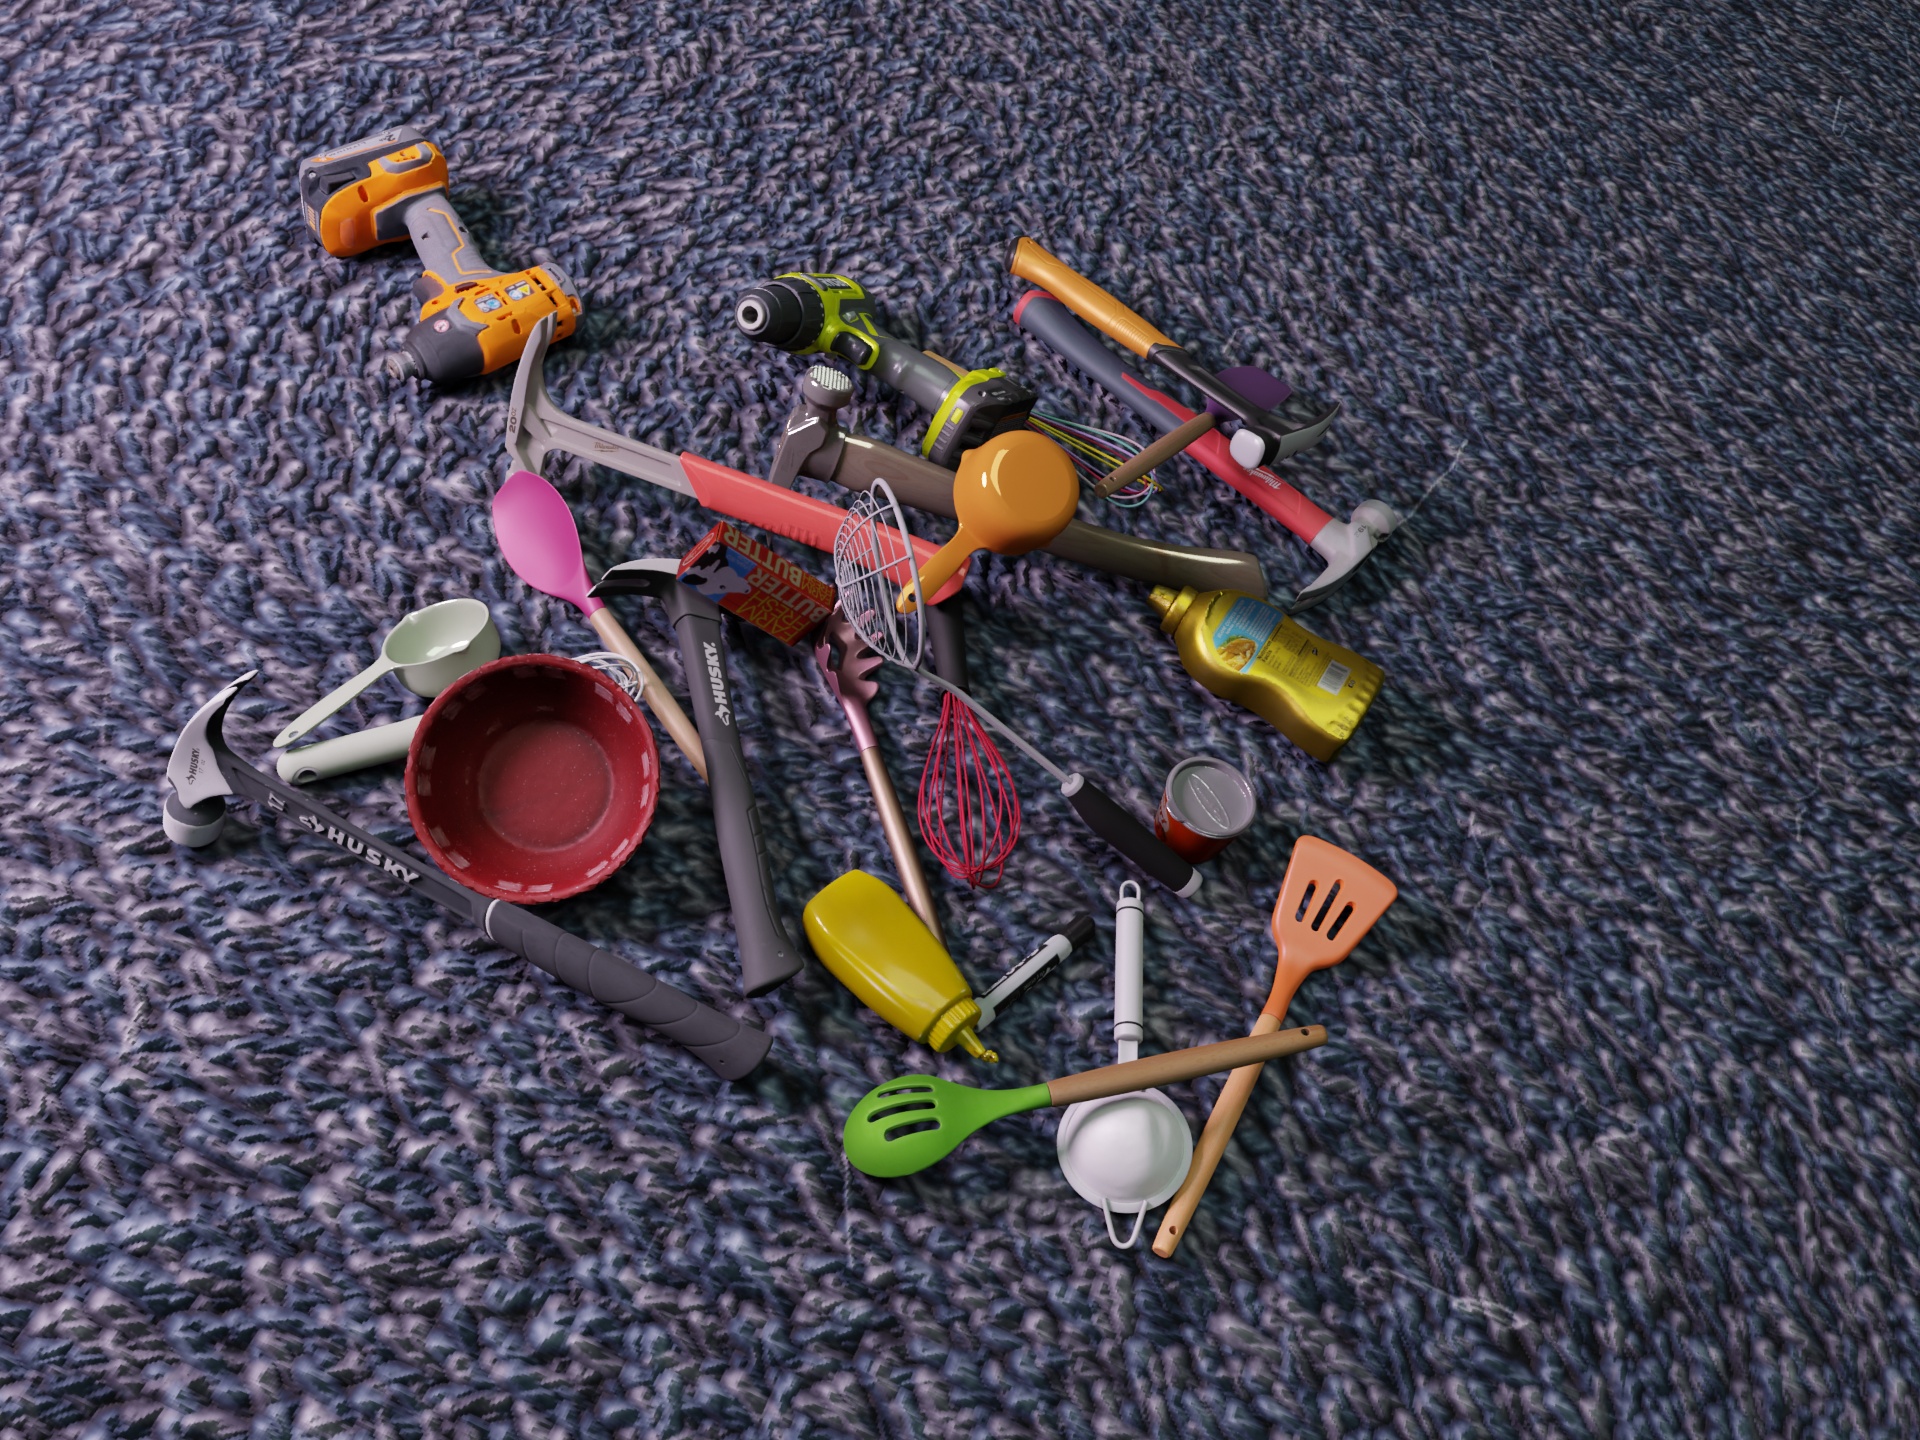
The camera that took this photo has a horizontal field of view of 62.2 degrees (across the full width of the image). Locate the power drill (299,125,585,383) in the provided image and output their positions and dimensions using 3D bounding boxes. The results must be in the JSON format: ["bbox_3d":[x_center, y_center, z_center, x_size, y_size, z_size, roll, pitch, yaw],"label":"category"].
[{"bbox_3d":[-0.438,-0.369,1.291,0.164,0.084,0.226,-36,74,-31],"label":"power drill"}]

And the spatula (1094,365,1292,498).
[{"bbox_3d":[0.194,-0.245,1.333,0.060,0.018,0.316,37,43,14],"label":"spatula"}]

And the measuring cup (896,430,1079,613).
[{"bbox_3d":[0.018,-0.141,1.158,0.095,0.052,0.174,46,67,-10],"label":"measuring cup"}]

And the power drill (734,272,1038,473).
[{"bbox_3d":[-0.065,-0.288,1.290,0.228,0.080,0.190,34,22,8],"label":"power drill"}]

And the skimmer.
[{"bbox_3d":[0.051,-0.015,1.095,0.363,0.127,0.090,40,87,-15],"label":"skimmer"}]

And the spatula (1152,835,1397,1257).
[{"bbox_3d":[0.203,0.217,1.072,0.081,0.041,0.323,31,55,7],"label":"spatula"}]

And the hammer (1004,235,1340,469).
[{"bbox_3d":[0.168,-0.329,1.378,0.127,0.034,0.337,-26,57,-40],"label":"hammer"}]

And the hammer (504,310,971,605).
[{"bbox_3d":[-0.162,-0.176,1.186,0.359,0.149,0.037,20,30,-1],"label":"hammer"}]

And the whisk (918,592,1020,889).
[{"bbox_3d":[-0.002,-0.004,1.162,0.073,0.073,0.296,3,50,-12],"label":"whisk"}]

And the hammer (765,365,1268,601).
[{"bbox_3d":[0.051,-0.148,1.258,0.410,0.146,0.038,16,34,-15],"label":"hammer"}]

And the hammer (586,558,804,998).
[{"bbox_3d":[-0.164,0.030,1.080,0.146,0.035,0.335,12,51,-41],"label":"hammer"}]

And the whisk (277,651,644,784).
[{"bbox_3d":[-0.336,0.001,1.083,0.246,0.057,0.059,-16,58,-18],"label":"whisk"}]

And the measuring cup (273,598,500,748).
[{"bbox_3d":[-0.387,-0.021,1.082,0.083,0.038,0.167,24,55,40],"label":"measuring cup"}]

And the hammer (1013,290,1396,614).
[{"bbox_3d":[0.189,-0.247,1.389,0.386,0.038,0.143,40,58,14],"label":"hammer"}]

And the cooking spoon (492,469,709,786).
[{"bbox_3d":[-0.248,-0.058,1.151,0.319,0.068,0.017,52,20,17],"label":"cooking spoon"}]

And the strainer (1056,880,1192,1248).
[{"bbox_3d":[0.110,0.214,1.054,0.087,0.050,0.259,2,51,5],"label":"strainer"}]

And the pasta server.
[{"bbox_3d":[-0.052,0.041,1.131,0.060,0.040,0.316,13,48,-47],"label":"pasta server"}]

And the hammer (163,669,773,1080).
[{"bbox_3d":[-0.300,0.110,0.979,0.409,0.149,0.036,29,39,-2],"label":"hammer"}]

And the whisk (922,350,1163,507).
[{"bbox_3d":[0.067,-0.253,1.366,0.245,0.051,0.047,31,34,13],"label":"whisk"}]

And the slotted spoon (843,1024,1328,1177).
[{"bbox_3d":[0.080,0.228,0.998,0.313,0.031,0.070,-10,41,-7],"label":"slotted spoon"}]
